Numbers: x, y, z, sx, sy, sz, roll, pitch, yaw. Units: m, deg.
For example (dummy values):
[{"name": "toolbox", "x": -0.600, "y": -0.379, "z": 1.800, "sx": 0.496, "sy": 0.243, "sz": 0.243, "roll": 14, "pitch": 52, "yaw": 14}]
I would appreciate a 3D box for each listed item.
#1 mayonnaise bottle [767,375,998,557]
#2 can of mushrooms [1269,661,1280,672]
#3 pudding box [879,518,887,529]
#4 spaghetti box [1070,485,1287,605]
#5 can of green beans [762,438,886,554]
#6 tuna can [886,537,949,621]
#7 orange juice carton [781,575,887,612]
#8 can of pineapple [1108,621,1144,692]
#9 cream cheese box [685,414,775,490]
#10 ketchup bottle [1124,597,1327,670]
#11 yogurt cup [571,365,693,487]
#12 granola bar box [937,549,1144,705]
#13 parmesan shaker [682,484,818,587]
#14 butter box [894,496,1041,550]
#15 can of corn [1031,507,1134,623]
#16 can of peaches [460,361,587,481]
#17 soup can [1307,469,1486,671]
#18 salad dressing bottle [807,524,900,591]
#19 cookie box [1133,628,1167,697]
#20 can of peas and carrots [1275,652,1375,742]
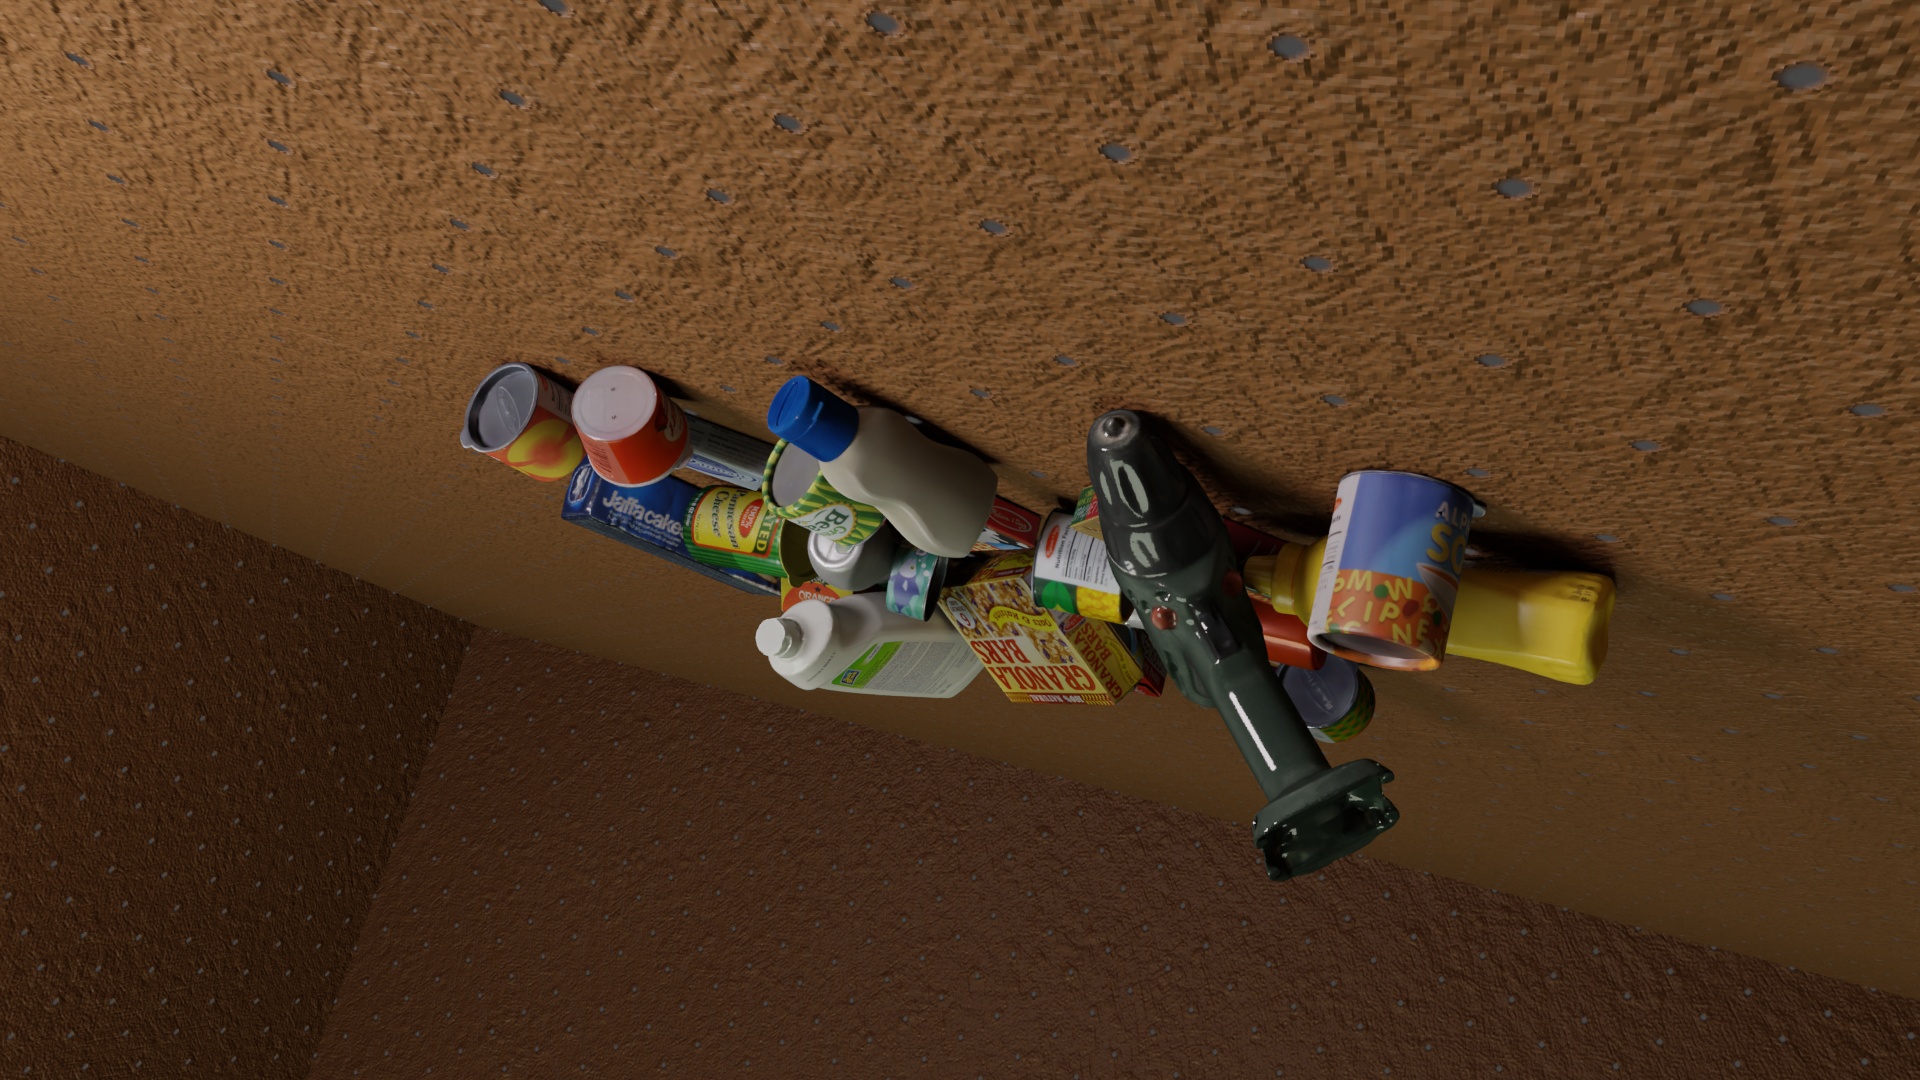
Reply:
[{"name": "mayonnaise bottle", "x": -0.044, "y": -0.045, "z": 0.805, "sx": 0.148, "sy": 0.065, "sz": 0.041, "roll": 31, "pitch": 164, "yaw": -36}, {"name": "can of mushrooms", "x": 0.257, "y": 0.111, "z": 1.151, "sx": 0.071, "sy": 0.033, "sz": 0.071, "roll": 16, "pitch": 167, "yaw": 4}, {"name": "pudding box", "x": -0.094, "y": -0.032, "z": 0.984, "sx": 0.084, "sy": 0.030, "sz": 0.049, "roll": 20, "pitch": 167, "yaw": -13}, {"name": "spaghetti box", "x": 0.189, "y": 0.019, "z": 0.853, "sx": 0.250, "sy": 0.029, "sz": 0.050, "roll": 20, "pitch": 167, "yaw": -16}, {"name": "can of green beans", "x": -0.082, "y": -0.036, "z": 0.870, "sx": 0.058, "sy": 0.071, "sz": 0.071, "roll": 27, "pitch": 163, "yaw": -39}, {"name": "tuna can", "x": -0.032, "y": 0.025, "z": 1.080, "sx": 0.033, "sy": 0.071, "sz": 0.071, "roll": 15, "pitch": 167, "yaw": 9}, {"name": "orange juice carton", "x": -0.097, "y": 0.050, "z": 1.241, "sx": 0.072, "sy": 0.073, "sz": 0.192, "roll": 12, "pitch": 166, "yaw": 20}, {"name": "can of pineapple", "x": 0.120, "y": 0.092, "z": 1.161, "sx": 0.071, "sy": 0.071, "sz": 0.057, "roll": 12, "pitch": 166, "yaw": 17}, {"name": "cream cheese box", "x": -0.181, "y": -0.065, "z": 0.964, "sx": 0.104, "sy": 0.024, "sz": 0.053, "roll": 20, "pitch": 167, "yaw": -15}, {"name": "ketchup bottle", "x": 0.183, "y": 0.056, "z": 0.984, "sx": 0.149, "sy": 0.043, "sz": 0.064, "roll": 10, "pitch": 165, "yaw": 25}, {"name": "yogurt cup", "x": -0.211, "y": -0.075, "z": 0.879, "sx": 0.072, "sy": 0.072, "sz": 0.053, "roll": 14, "pitch": 158, "yaw": 11}, {"name": "granola bar box", "x": 0.056, "y": 0.070, "z": 1.087, "sx": 0.124, "sy": 0.039, "sz": 0.165, "roll": 54, "pitch": 157, "yaw": -11}, {"name": "parmesan shaker", "x": -0.160, "y": -0.005, "z": 1.090, "sx": 0.103, "sy": 0.071, "sz": 0.071, "roll": 8, "pitch": 165, "yaw": 32}, {"name": "butter box", "x": 0.003, "y": -0.012, "z": 0.962, "sx": 0.053, "sy": 0.024, "sz": 0.103, "roll": 24, "pitch": 165, "yaw": -32}, {"name": "can of corn", "x": 0.084, "y": 0.017, "z": 0.891, "sx": 0.058, "sy": 0.071, "sz": 0.071, "roll": 11, "pitch": 166, "yaw": 19}, {"name": "can of peaches", "x": -0.294, "y": -0.079, "z": 0.948, "sx": 0.071, "sy": 0.071, "sz": 0.058, "roll": 8, "pitch": 165, "yaw": 33}, {"name": "soup can", "x": 0.215, "y": 0.016, "z": 0.684, "sx": 0.071, "sy": 0.084, "sz": 0.071, "roll": 15, "pitch": 166, "yaw": 4}, {"name": "salad dressing bottle", "x": -0.073, "y": 0.012, "z": 1.086, "sx": 0.044, "sy": 0.064, "sz": 0.147, "roll": 21, "pitch": 176, "yaw": 17}, {"name": "cookie box", "x": 0.097, "y": 0.098, "z": 1.276, "sx": 0.167, "sy": 0.040, "sz": 0.122, "roll": 10, "pitch": 166, "yaw": 24}, {"name": "can of peas and carrots", "x": 0.285, "y": 0.118, "z": 1.080, "sx": 0.071, "sy": 0.071, "sz": 0.058, "roll": 8, "pitch": 165, "yaw": 33}]
